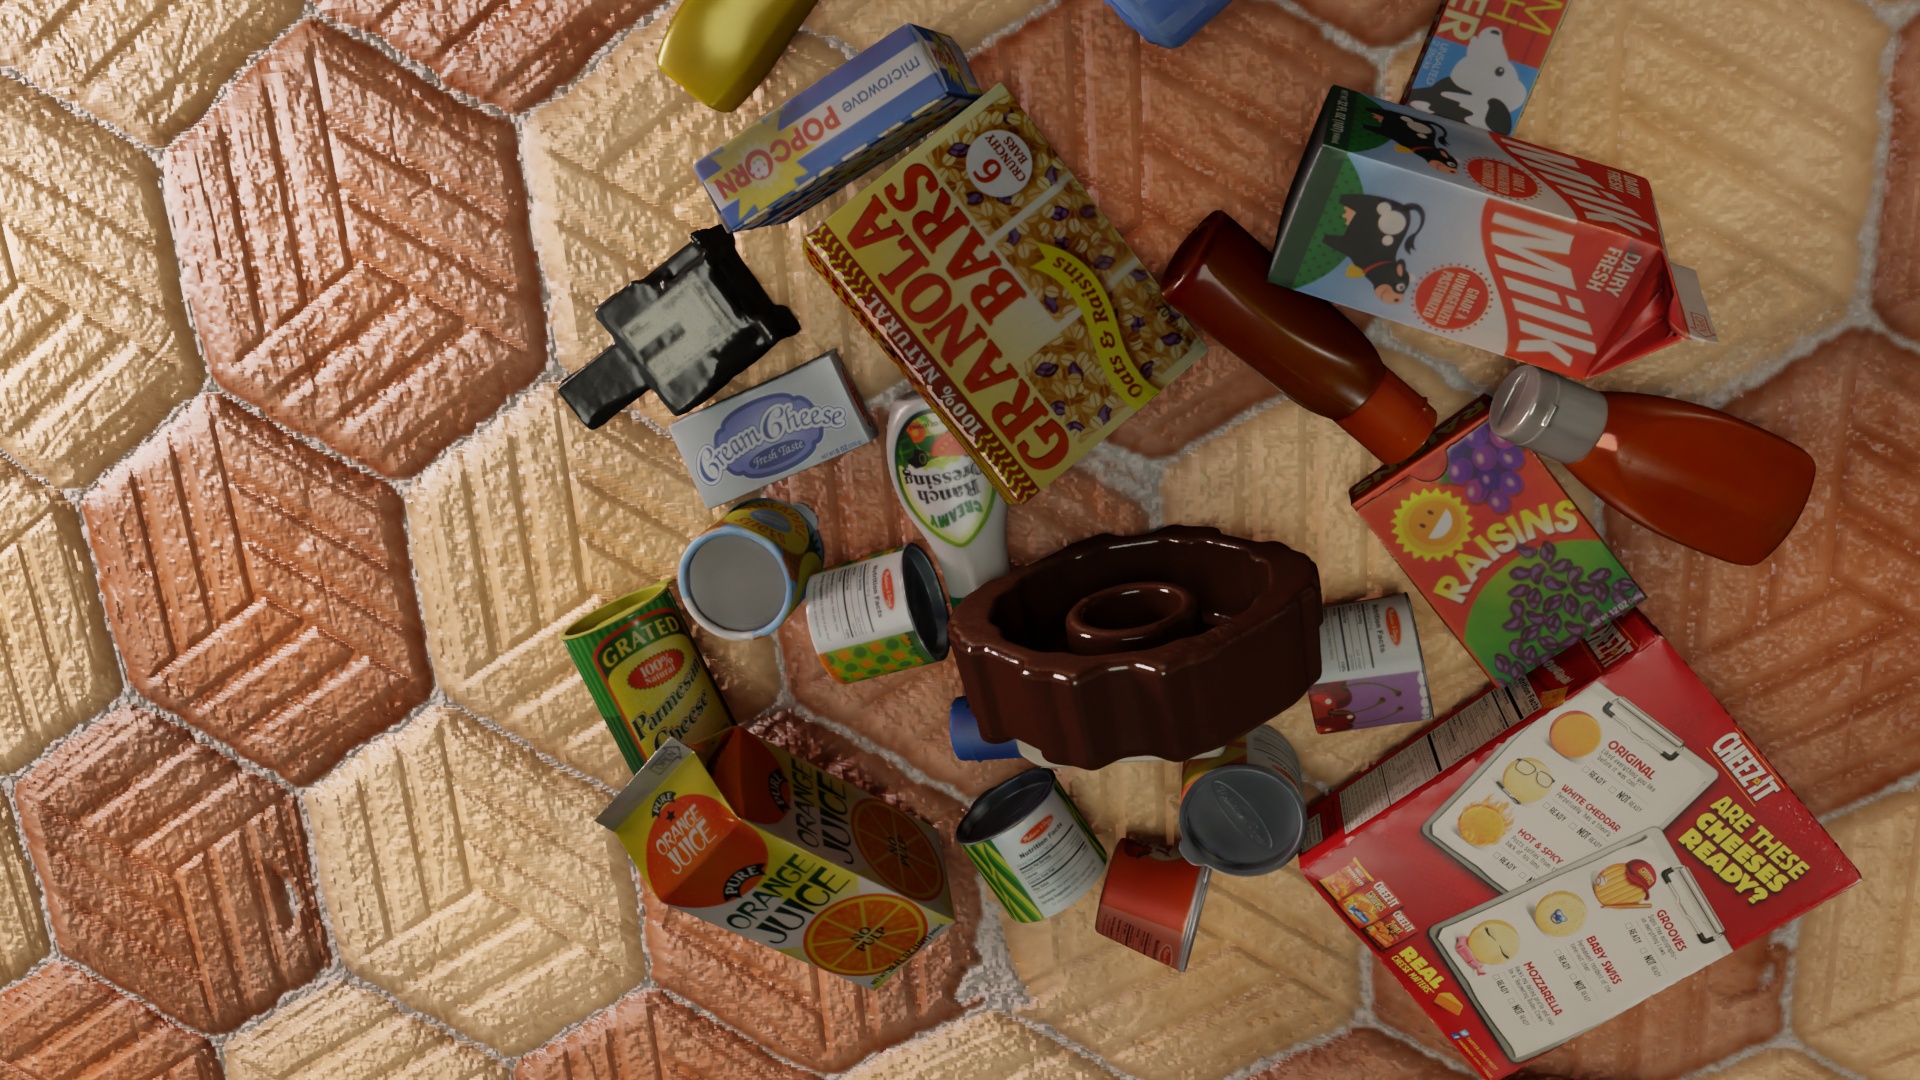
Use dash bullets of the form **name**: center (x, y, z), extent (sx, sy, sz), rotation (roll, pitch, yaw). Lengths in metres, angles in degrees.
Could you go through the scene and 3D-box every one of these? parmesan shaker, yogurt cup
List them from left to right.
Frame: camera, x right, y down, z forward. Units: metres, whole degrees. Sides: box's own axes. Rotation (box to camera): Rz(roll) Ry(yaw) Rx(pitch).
- **parmesan shaker**: center (-0.172, 0.083, 0.793), extent (0.071, 0.071, 0.103), rotation (-21, 102, 16)
- **yogurt cup**: center (0.108, 0.200, 0.776), extent (0.054, 0.072, 0.072), rotation (14, 109, 15)

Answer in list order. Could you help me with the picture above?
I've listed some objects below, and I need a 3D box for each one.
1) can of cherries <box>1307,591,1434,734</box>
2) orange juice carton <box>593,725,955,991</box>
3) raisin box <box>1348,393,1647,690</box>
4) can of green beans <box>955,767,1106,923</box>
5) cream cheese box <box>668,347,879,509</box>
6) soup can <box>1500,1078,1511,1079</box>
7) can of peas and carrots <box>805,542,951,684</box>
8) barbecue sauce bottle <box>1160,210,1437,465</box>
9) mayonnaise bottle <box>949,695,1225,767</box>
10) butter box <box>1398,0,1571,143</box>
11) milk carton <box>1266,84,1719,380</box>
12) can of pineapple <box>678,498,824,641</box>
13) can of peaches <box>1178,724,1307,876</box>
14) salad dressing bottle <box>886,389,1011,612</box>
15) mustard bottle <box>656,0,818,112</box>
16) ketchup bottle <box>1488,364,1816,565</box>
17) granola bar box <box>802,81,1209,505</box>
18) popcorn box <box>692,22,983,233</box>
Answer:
- **can of cherries**: center (0.207, 0.066, 0.715), extent (0.058, 0.072, 0.071), rotation (-12, 104, 14)
- **orange juice carton**: center (-0.099, 0.168, 0.759), extent (0.192, 0.073, 0.071), rotation (33, 112, -29)
- **raisin box**: center (0.267, 0.001, 0.697), extent (0.086, 0.040, 0.123), rotation (-37, 96, 20)
- **can of green beans**: center (0.040, 0.170, 0.777), extent (0.071, 0.071, 0.057), rotation (-30, 100, 18)
- **cream cheese box**: center (-0.102, -0.060, 0.756), extent (0.103, 0.024, 0.053), rotation (-22, 100, 16)
- **soup can**: center (0.341, 0.338, 0.771), extent (0.084, 0.071, 0.071), rotation (7, 108, 9)
- **can of peas and carrots**: center (-0.043, 0.041, 0.756), extent (0.058, 0.071, 0.070), rotation (-16, 103, 15)
- **barbecue sauce bottle**: center (0.167, -0.095, 0.677), extent (0.148, 0.065, 0.043), rotation (37, 130, -11)
- **mayonnaise bottle**: center (0.069, 0.097, 0.753), extent (0.148, 0.065, 0.041), rotation (-7, 107, 16)
- **butter box**: center (0.246, -0.240, 0.636), extent (0.053, 0.024, 0.103), rotation (19, 110, 4)
- **milk carton**: center (0.245, -0.135, 0.632), extent (0.191, 0.073, 0.073), rotation (18, 132, 4)
- **can of pineapple**: center (-0.114, 0.014, 0.763), extent (0.071, 0.058, 0.070), rotation (3, 107, 10)
- **can of peaches**: center (0.150, 0.139, 0.752), extent (0.071, 0.058, 0.071), rotation (3, 108, 10)
- **salad dressing bottle**: center (0.003, -0.009, 0.741), extent (0.064, 0.044, 0.147), rotation (-11, 105, 13)
- **mustard bottle**: center (-0.084, -0.283, 0.667), extent (0.049, 0.065, 0.160), rotation (36, 104, -7)
- **ketchup bottle**: center (0.322, -0.040, 0.653), extent (0.149, 0.044, 0.064), rotation (20, 104, -12)
- **granola bar box**: center (0.022, -0.119, 0.685), extent (0.124, 0.039, 0.165), rotation (-40, 97, -5)
- **popcorn box**: center (-0.057, -0.198, 0.673), extent (0.126, 0.085, 0.038), rotation (-27, 99, 18)
